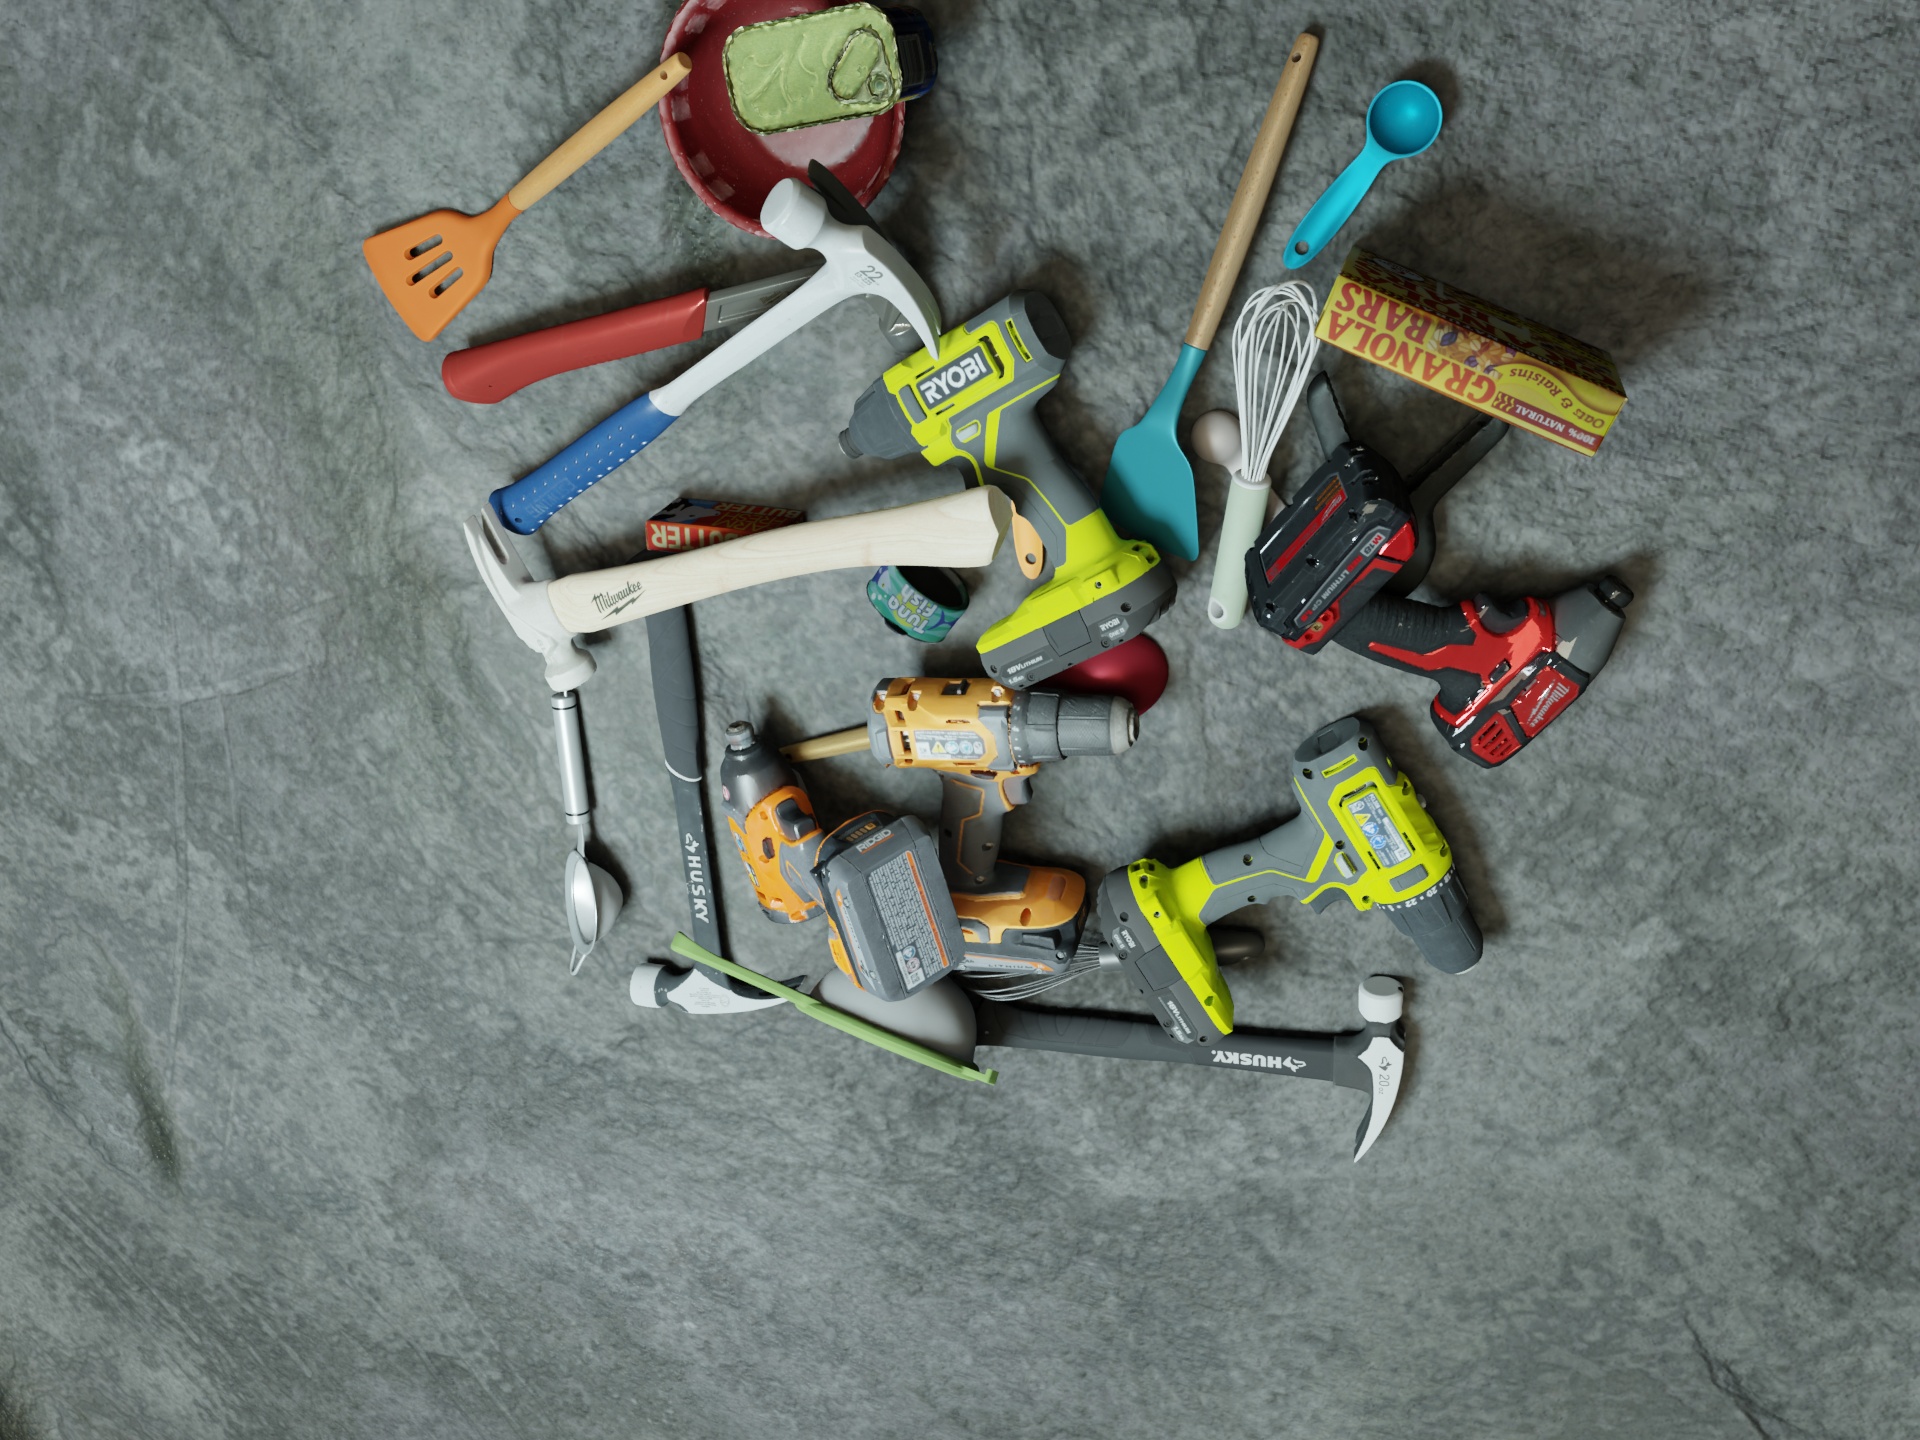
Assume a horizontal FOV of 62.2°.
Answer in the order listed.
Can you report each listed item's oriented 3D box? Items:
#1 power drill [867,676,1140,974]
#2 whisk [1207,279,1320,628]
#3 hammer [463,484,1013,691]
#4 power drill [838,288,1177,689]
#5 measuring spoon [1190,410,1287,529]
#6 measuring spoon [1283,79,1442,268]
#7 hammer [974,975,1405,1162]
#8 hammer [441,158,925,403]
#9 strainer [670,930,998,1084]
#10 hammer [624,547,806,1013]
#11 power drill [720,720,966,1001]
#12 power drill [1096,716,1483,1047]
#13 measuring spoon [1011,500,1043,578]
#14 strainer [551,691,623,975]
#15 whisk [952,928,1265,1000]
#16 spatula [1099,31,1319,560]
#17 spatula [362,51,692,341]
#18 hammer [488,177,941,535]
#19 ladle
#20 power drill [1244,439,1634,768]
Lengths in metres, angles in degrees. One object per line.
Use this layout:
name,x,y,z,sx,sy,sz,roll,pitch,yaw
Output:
power drill,0.042,0.070,1.127,0.185,0.084,0.226,0,121,18
whisk,0.183,-0.158,0.988,0.058,0.059,0.246,43,144,36
hammer,-0.156,-0.113,1.072,0.411,0.038,0.146,-8,121,30
power drill,0.029,-0.142,1.036,0.171,0.080,0.223,-24,98,33
measuring spoon,0.191,-0.145,1.025,0.034,0.018,0.124,-33,102,28
measuring spoon,0.233,-0.319,0.935,0.042,0.021,0.128,37,129,-3
hammer,0.165,0.251,1.212,0.335,0.035,0.146,2,114,17
hammer,-0.206,-0.268,1.053,0.359,0.037,0.149,-6,153,26
strainer,-0.090,0.193,1.196,0.256,0.151,0.069,27,80,-17
hammer,-0.209,0.056,1.242,0.149,0.036,0.408,4,115,15
power drill,-0.099,0.092,1.134,0.227,0.084,0.164,22,136,54
power drill,0.229,0.129,1.095,0.228,0.080,0.190,-30,102,15
measuring spoon,0.045,-0.151,1.077,0.021,0.011,0.116,6,120,24
strainer,-0.305,0.084,1.283,0.087,0.050,0.258,28,126,56
whisk,0.108,0.179,1.192,0.239,0.055,0.055,-7,112,16
spatula,0.158,-0.255,0.976,0.082,0.044,0.317,33,116,31
spatula,-0.284,-0.350,1.046,0.322,0.041,0.081,-18,108,41
hammer,-0.184,-0.211,1.054,0.405,0.035,0.144,-23,144,40
ladle,-0.002,-0.004,1.152,0.315,0.031,0.069,-13,109,25
power drill,0.295,-0.069,0.970,0.219,0.079,0.143,28,122,-19
